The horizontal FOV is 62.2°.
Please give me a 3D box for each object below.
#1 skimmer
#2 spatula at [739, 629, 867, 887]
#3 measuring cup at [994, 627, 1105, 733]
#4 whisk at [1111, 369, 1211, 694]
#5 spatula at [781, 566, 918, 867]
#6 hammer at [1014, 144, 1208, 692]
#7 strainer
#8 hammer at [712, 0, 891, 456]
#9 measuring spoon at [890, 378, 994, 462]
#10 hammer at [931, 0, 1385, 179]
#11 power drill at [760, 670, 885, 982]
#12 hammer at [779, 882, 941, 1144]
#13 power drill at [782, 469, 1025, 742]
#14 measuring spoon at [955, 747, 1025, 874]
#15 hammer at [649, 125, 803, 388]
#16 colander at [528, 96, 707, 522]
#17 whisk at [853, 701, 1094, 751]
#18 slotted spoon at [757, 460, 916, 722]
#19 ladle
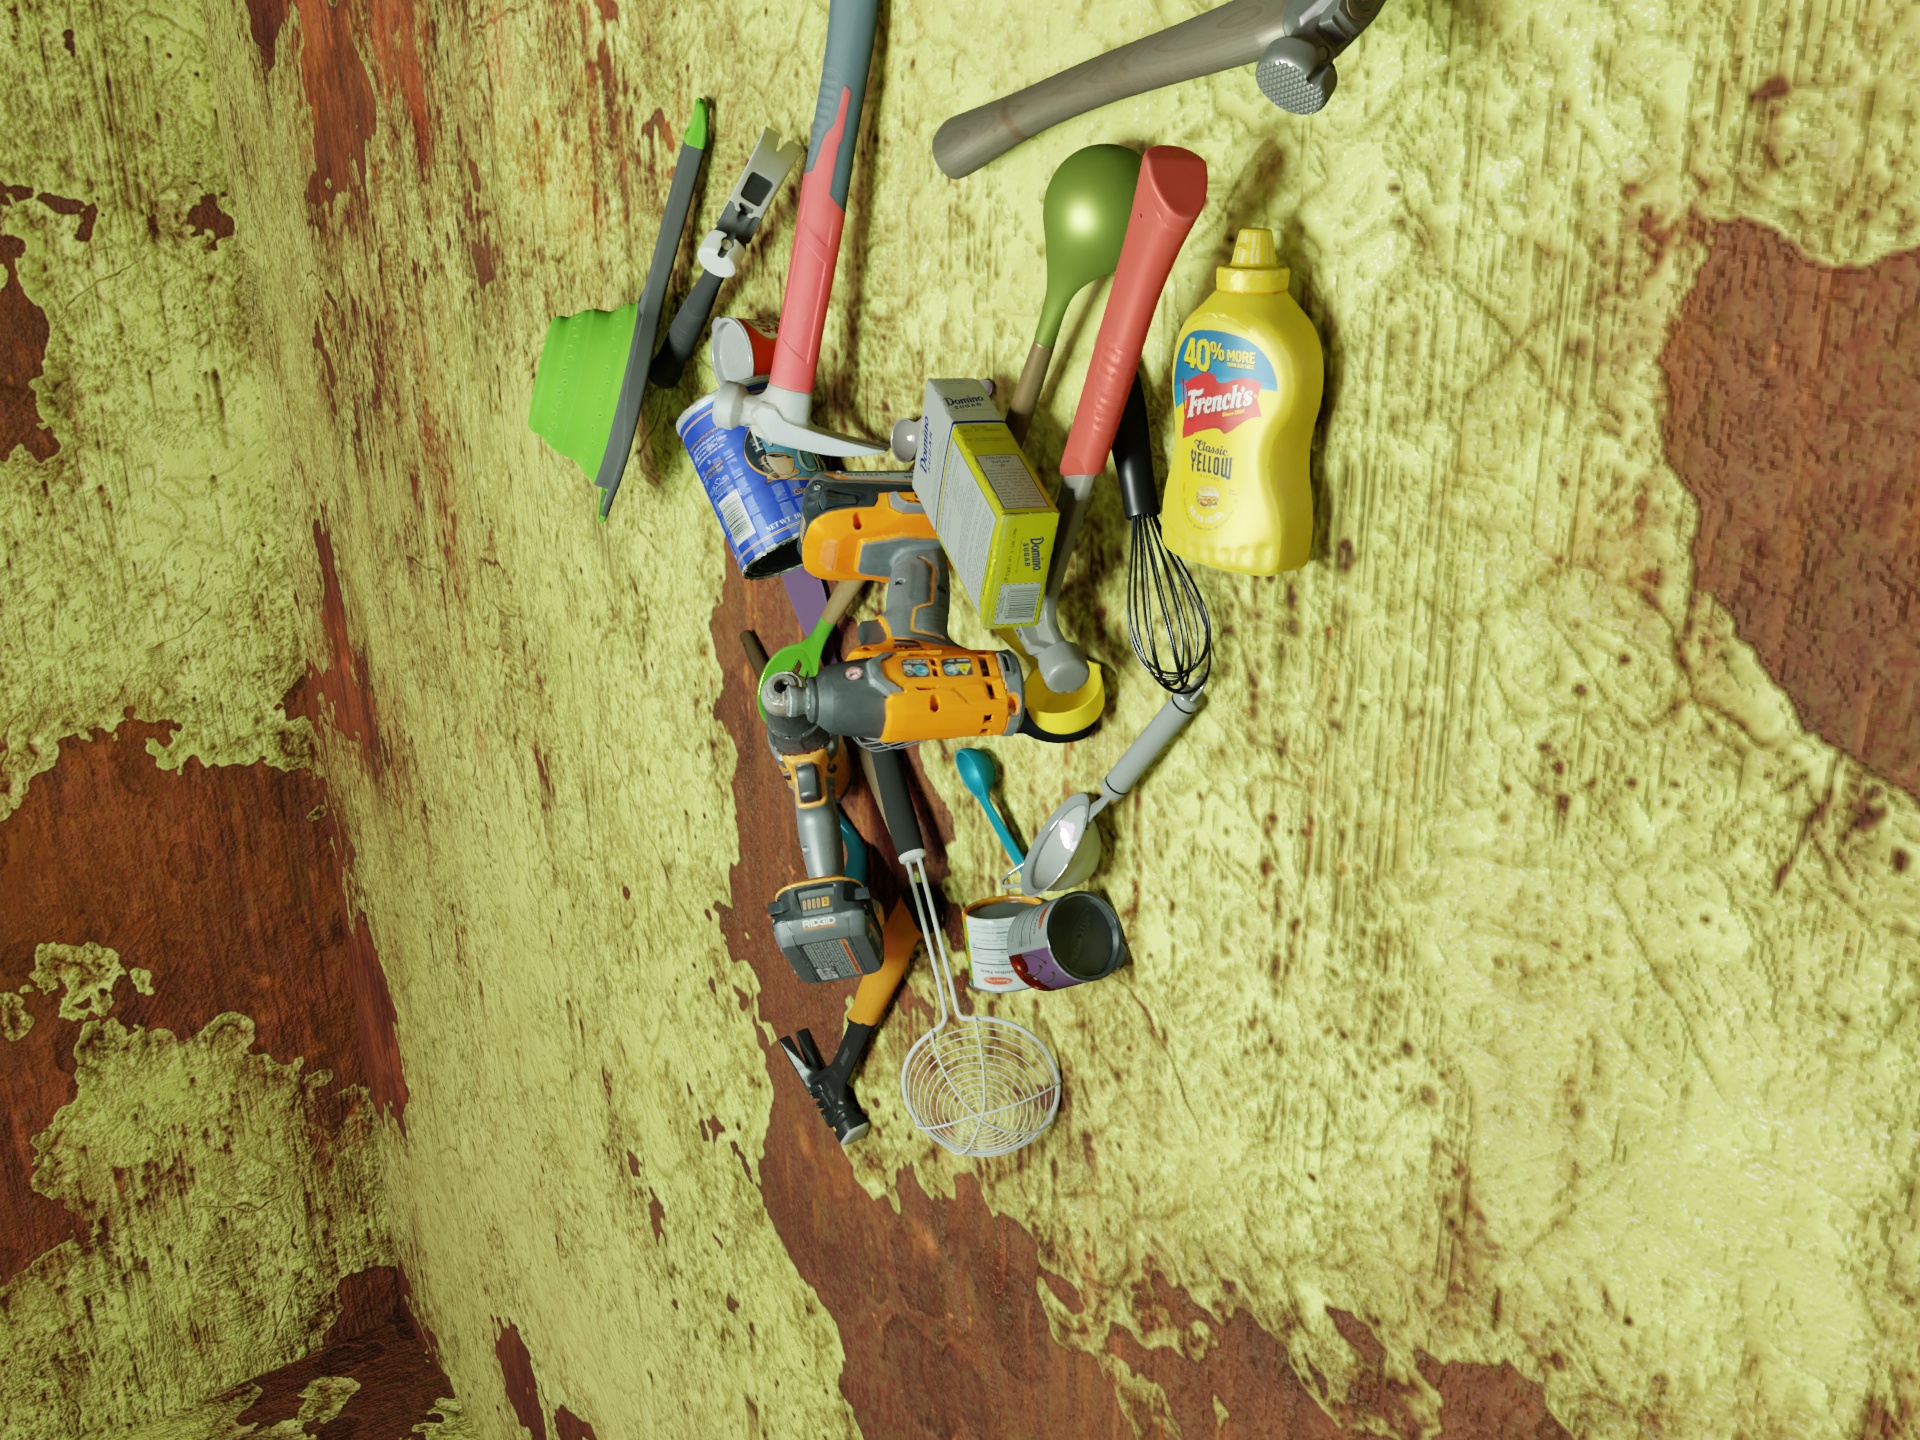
[{"bbox_3d":[-0.017,0.175,1.314,0.090,0.127,0.364,46,-154,-66],"label":"skimmer"},{"bbox_3d":[-0.145,0.051,1.458,0.318,0.044,0.082,62,149,20],"label":"spatula"},{"bbox_3d":[0.054,-0.042,1.152,0.157,0.062,0.029,53,167,48],"label":"measuring cup"},{"bbox_3d":[0.120,-0.133,1.020,0.055,0.055,0.239,-14,85,56],"label":"whisk"},{"bbox_3d":[-0.099,-0.019,1.390,0.059,0.018,0.316,-38,70,52],"label":"spatula"},{"bbox_3d":[0.081,-0.190,0.994,0.358,0.036,0.149,105,152,-45],"label":"hammer"},{"bbox_3d":[0.106,0.053,1.110,0.258,0.050,0.087,-56,13,42],"label":"strainer"},{"bbox_3d":[-0.087,-0.393,1.192,0.143,0.038,0.386,15,111,4],"label":"hammer"},{"bbox_3d":[-0.010,-0.228,1.197,0.124,0.018,0.034,-21,80,49],"label":"measuring spoon"},{"bbox_3d":[0.101,-0.385,0.927,0.146,0.038,0.411,-60,29,-9],"label":"hammer"},{"bbox_3d":[-0.121,0.082,1.308,0.185,0.084,0.226,78,-177,-63],"label":"power drill"},{"bbox_3d":[-0.087,0.255,1.461,0.127,0.034,0.336,53,139,27],"label":"hammer"},{"bbox_3d":[-0.057,-0.079,1.137,0.084,0.164,0.227,104,157,-48],"label":"power drill"},{"bbox_3d":[0.036,0.076,1.242,0.128,0.021,0.042,61,160,6],"label":"measuring spoon"},{"bbox_3d":[-0.217,-0.375,1.371,0.335,0.035,0.146,-31,34,64],"label":"hammer"},{"bbox_3d":[-0.322,-0.381,1.454,0.205,0.094,0.397,-104,32,-56],"label":"colander"},{"bbox_3d":[-0.001,-0.004,1.231,0.285,0.070,0.070,4,106,48],"label":"whisk"},{"bbox_3d":[-0.098,-0.101,1.334,0.070,0.031,0.313,59,136,24],"label":"slotted spoon"},{"bbox_3d":[0.058,-0.241,1.077,0.078,0.062,0.320,42,143,18],"label":"ladle"}]
